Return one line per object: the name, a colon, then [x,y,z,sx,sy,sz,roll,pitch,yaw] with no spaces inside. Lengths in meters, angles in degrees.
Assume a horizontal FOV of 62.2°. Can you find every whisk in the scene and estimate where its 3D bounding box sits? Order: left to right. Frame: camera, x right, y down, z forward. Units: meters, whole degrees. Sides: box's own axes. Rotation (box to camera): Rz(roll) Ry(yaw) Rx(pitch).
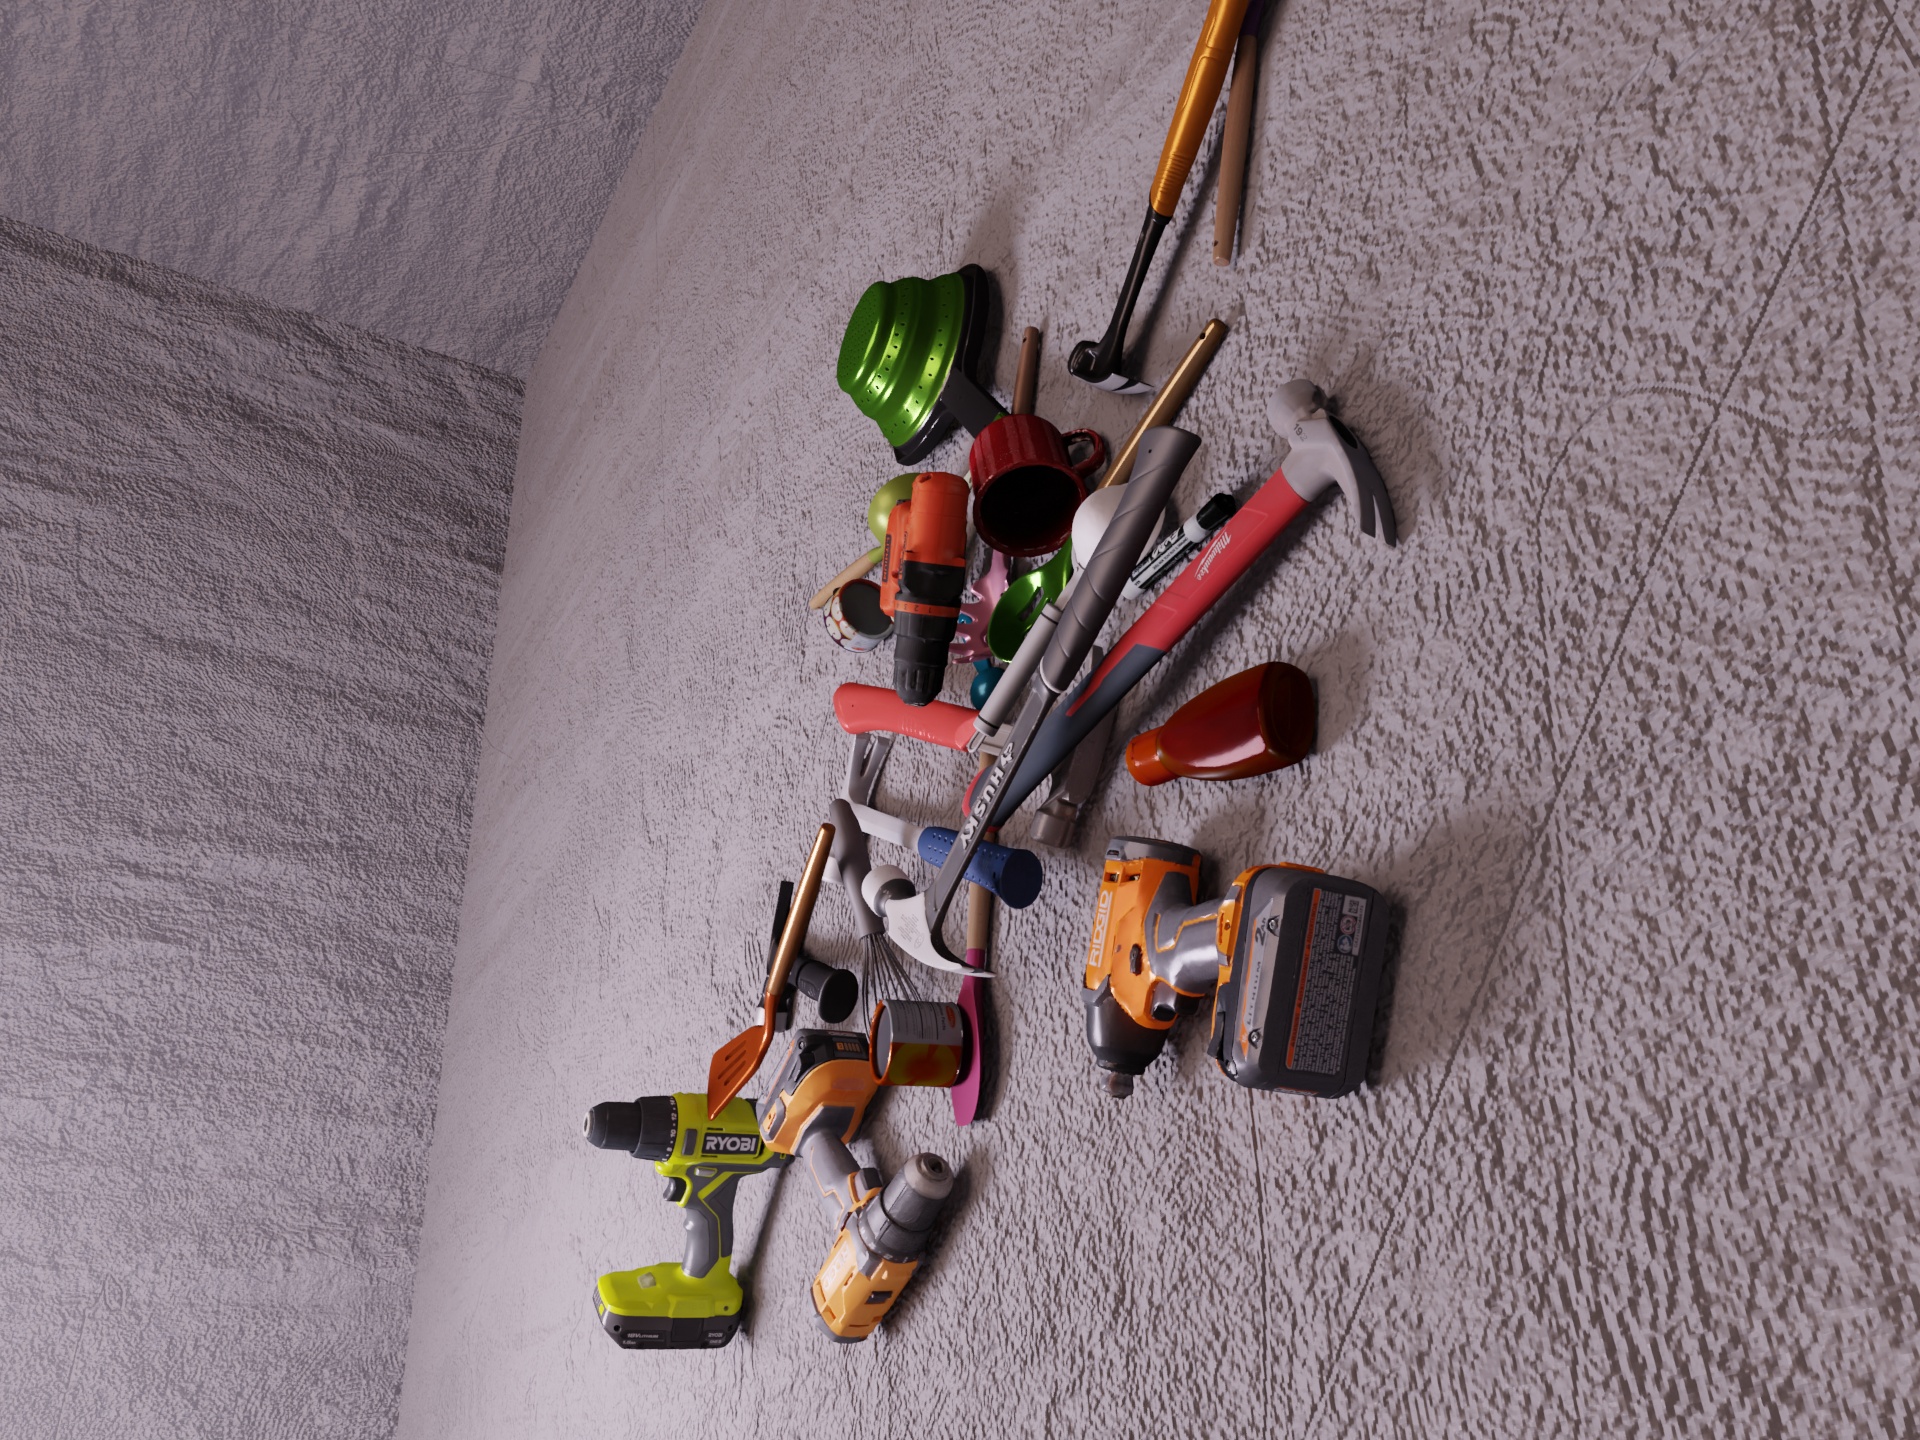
whisk: [-0.074,0.175,1.315,0.055,0.055,0.239,-39,61,50]

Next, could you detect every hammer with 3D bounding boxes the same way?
hammer: [-0.136,0.221,1.416,0.335,0.035,0.146,165,116,-75]
hammer: [-0.031,0.094,1.315,0.406,0.035,0.144,-171,93,-68]
hammer: [-0.002,-0.004,1.291,0.359,0.036,0.149,15,89,57]
hammer: [0.056,-0.012,1.080,0.409,0.036,0.149,-63,35,12]
hammer: [0.127,-0.041,1.055,0.386,0.038,0.143,-49,38,31]
hammer: [0.160,-0.411,1.190,0.127,0.034,0.337,-125,52,-68]

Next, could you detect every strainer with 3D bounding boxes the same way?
strainer: [0.073,-0.084,1.164,0.258,0.050,0.087,-59,36,11]

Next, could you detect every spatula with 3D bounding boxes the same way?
spatula: [-0.164,0.215,1.376,0.081,0.041,0.322,-99,25,-56]
spatula: [0.211,-0.481,1.176,0.060,0.018,0.316,-15,64,61]

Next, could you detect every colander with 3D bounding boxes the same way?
colander: [-0.039,-0.321,1.463,0.204,0.094,0.397,-66,23,19]

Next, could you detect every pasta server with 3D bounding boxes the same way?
pasta server: [0.037,-0.195,1.355,0.060,0.040,0.316,-9,67,49]

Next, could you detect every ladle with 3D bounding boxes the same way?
ladle: [-0.097,-0.168,1.585,0.320,0.078,0.062,-26,75,64]

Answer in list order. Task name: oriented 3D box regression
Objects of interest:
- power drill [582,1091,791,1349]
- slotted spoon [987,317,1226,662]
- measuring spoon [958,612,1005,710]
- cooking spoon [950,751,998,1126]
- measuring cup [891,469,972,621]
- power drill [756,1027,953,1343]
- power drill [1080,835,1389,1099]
power drill: [-0.265,0.453,1.464,0.080,0.190,0.228,23,102,65]
slotted spoon: [0.111,-0.169,1.209,0.313,0.031,0.070,-57,46,29]
measuring spoon: [0.009,-0.053,1.353,0.042,0.021,0.129,-59,33,30]
cooking spoon: [0.015,0.155,1.247,0.068,0.017,0.319,138,139,-64]
measuring cup: [-0.011,-0.154,1.431,0.167,0.038,0.083,-58,31,26]
power drill: [-0.083,0.351,1.278,0.185,0.084,0.226,-61,35,28]
power drill: [0.144,0.155,0.932,0.226,0.084,0.164,178,104,-67]
